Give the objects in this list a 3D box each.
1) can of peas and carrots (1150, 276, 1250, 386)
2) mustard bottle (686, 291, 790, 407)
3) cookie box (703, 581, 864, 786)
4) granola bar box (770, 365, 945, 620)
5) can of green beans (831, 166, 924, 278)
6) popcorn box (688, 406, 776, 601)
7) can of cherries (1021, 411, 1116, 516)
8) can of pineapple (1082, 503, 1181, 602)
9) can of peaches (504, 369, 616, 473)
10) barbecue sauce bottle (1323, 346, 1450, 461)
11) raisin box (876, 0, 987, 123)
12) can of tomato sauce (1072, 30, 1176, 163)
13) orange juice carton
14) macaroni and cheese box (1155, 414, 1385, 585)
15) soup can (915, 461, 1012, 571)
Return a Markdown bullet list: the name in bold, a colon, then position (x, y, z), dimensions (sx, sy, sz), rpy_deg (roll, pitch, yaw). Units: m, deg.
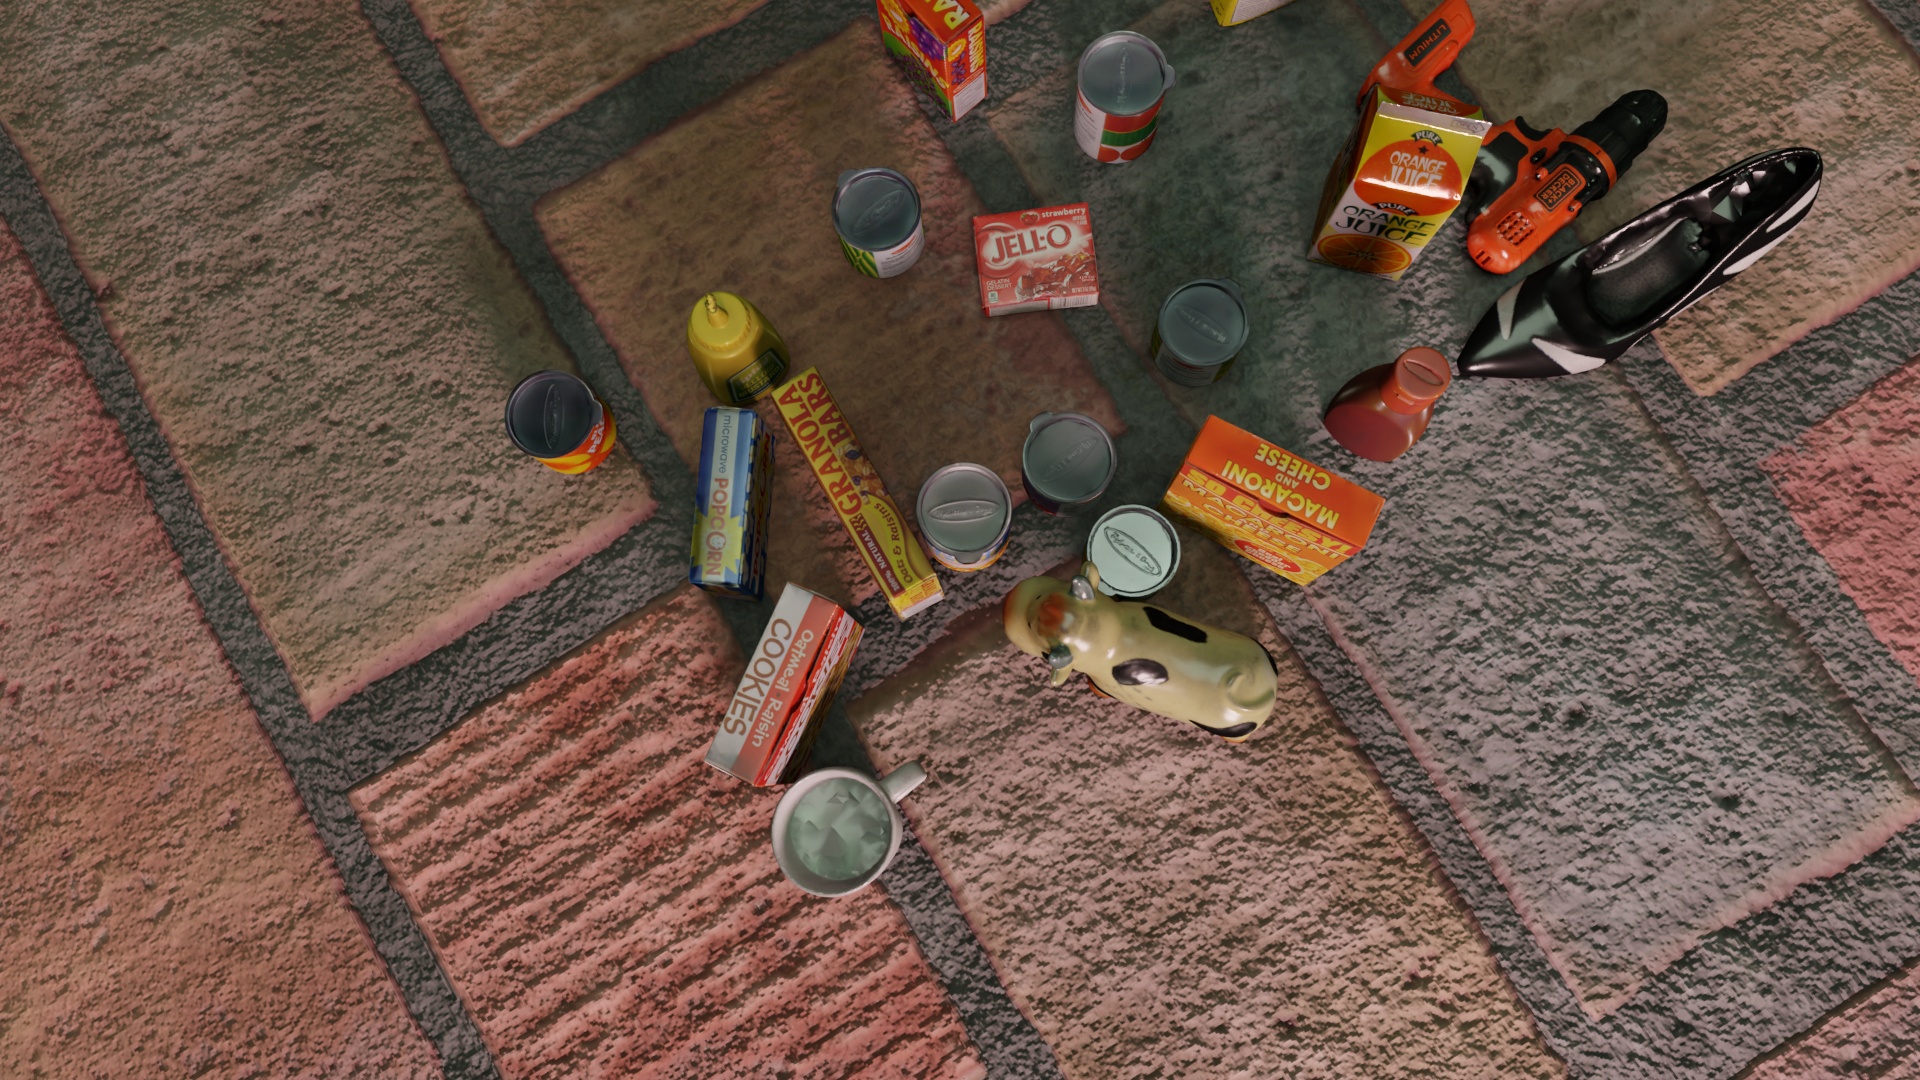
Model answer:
- **can of peas and carrots**: position (0.176, -0.154, 1.019), dimensions (0.071, 0.058, 0.071), rpy_deg (0, 80, 2)
- **mustard bottle**: position (-0.161, -0.139, 0.975), dimensions (0.065, 0.160, 0.049), rpy_deg (-38, 82, -4)
- **cookie box**: position (-0.111, 0.100, 0.928), dimensions (0.040, 0.167, 0.123), rpy_deg (23, 82, 5)
- **granola bar box**: position (-0.070, -0.028, 0.971), dimensions (0.039, 0.124, 0.165), rpy_deg (-30, 81, -3)
- **can of green beans**: position (-0.061, -0.237, 1.041), dimensions (0.071, 0.057, 0.071), rpy_deg (0, 80, 2)
- **popcorn box**: position (-0.161, -0.024, 0.992), dimensions (0.038, 0.085, 0.127), rpy_deg (3, 80, 2)
- **can of cherries**: position (0.076, -0.056, 1.005), dimensions (0.071, 0.058, 0.071), rpy_deg (0, 80, 2)
- **can of pineapple**: position (0.119, 0.012, 0.992), dimensions (0.071, 0.058, 0.071), rpy_deg (0, 80, 2)
- **can of peaches**: position (-0.290, -0.086, 1.021), dimensions (0.071, 0.058, 0.071), rpy_deg (0, 80, 2)
- **barbecue sauce bottle**: position (0.298, -0.095, 0.960), dimensions (0.065, 0.148, 0.044), rpy_deg (32, 83, 7)
- **raisin box**: position (-0.022, -0.377, 1.031), dimensions (0.040, 0.123, 0.086), rpy_deg (-39, 82, -5)
- **can of tomato sauce**: position (0.121, -0.330, 1.039), dimensions (0.071, 0.083, 0.071), rpy_deg (0, 80, 2)
- **orange juice carton**: position (0.302, -0.253, 0.965), dimensions (0.072, 0.192, 0.073), rpy_deg (14, 81, 4)
- **macaroni and cheese box**: position (0.203, -0.022, 0.941), dimensions (0.124, 0.166, 0.040), rpy_deg (27, 83, 6)
- **soup can**: position (0.004, -0.012, 0.986), dimensions (0.071, 0.083, 0.071), rpy_deg (0, 80, 2)
